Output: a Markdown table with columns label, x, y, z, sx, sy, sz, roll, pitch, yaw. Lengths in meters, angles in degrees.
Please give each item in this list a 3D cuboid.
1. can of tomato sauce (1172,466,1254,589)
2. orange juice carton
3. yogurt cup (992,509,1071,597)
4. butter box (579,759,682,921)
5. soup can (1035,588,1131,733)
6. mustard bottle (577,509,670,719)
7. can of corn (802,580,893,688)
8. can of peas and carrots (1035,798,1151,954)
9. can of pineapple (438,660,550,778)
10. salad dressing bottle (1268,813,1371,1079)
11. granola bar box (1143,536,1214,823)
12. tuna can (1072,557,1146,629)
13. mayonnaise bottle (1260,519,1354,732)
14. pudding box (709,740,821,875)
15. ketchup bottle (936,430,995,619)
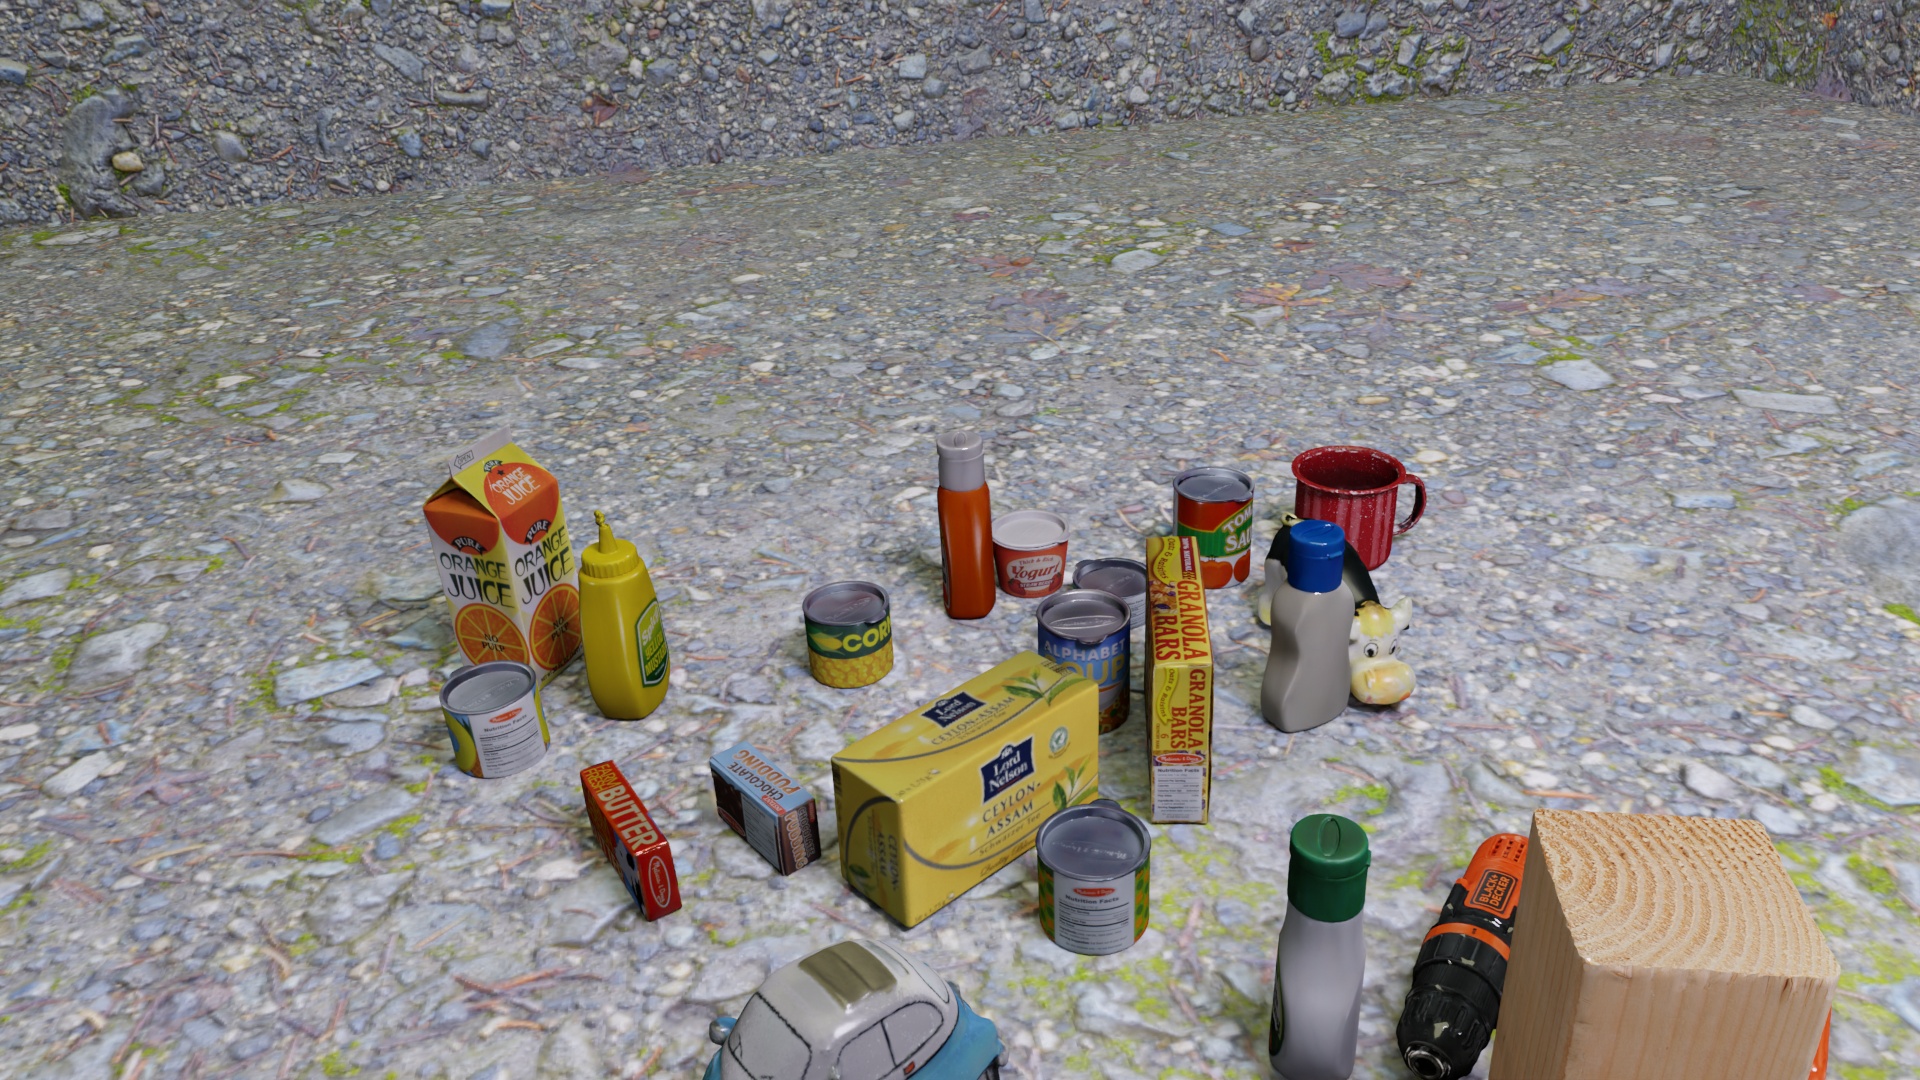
| label | x | y | z | sx | sy | sz | roll | pitch | yaw |
| --- | --- | --- | --- | --- | --- | --- | --- | --- | --- |
| can of tomato sauce | 0.211 | -0.010 | 1.155 | 0.071 | 0.082 | 0.071 | -3 | 28 | 1 |
| orange juice carton | -0.346 | 0.012 | 1.058 | 0.073 | 0.191 | 0.072 | 8 | 30 | 21 |
| yogurt cup | 0.058 | 0.012 | 1.160 | 0.072 | 0.053 | 0.073 | -3 | 28 | 1 |
| butter box | -0.206 | 0.185 | 0.865 | 0.024 | 0.053 | 0.104 | -19 | 31 | -27 |
| soup can | 0.088 | 0.088 | 0.983 | 0.071 | 0.083 | 0.072 | -3 | 28 | 1 |
| mustard bottle | -0.247 | 0.051 | 1.007 | 0.049 | 0.159 | 0.065 | 3 | 28 | 11 |
| can of corn | -0.083 | 0.072 | 1.058 | 0.071 | 0.058 | 0.071 | -3 | 28 | 1 |
| can of peas and carrots | 0.078 | 0.195 | 0.809 | 0.071 | 0.058 | 0.071 | -3 | 28 | 1 |
| can of pineapple | -0.330 | 0.126 | 0.985 | 0.071 | 0.057 | 0.071 | -3 | 28 | 1 |
| salad dressing bottle | 0.178 | 0.203 | 0.688 | 0.044 | 0.147 | 0.064 | 6 | 29 | 17 |
| granola bar box | 0.145 | 0.089 | 0.931 | 0.039 | 0.123 | 0.166 | 0 | 28 | 6 |
| tuna can | 0.121 | 0.042 | 1.119 | 0.071 | 0.032 | 0.071 | -3 | 28 | 1 |
| mayonnaise bottle | 0.240 | 0.058 | 0.954 | 0.065 | 0.147 | 0.041 | -16 | 30 | -23 |
| pudding box | -0.126 | 0.170 | 0.888 | 0.030 | 0.049 | 0.084 | -24 | 34 | -33 |
| ketchup bottle | 0.004 | -0.014 | 1.115 | 0.043 | 0.148 | 0.065 | -2 | 28 | 2 |
